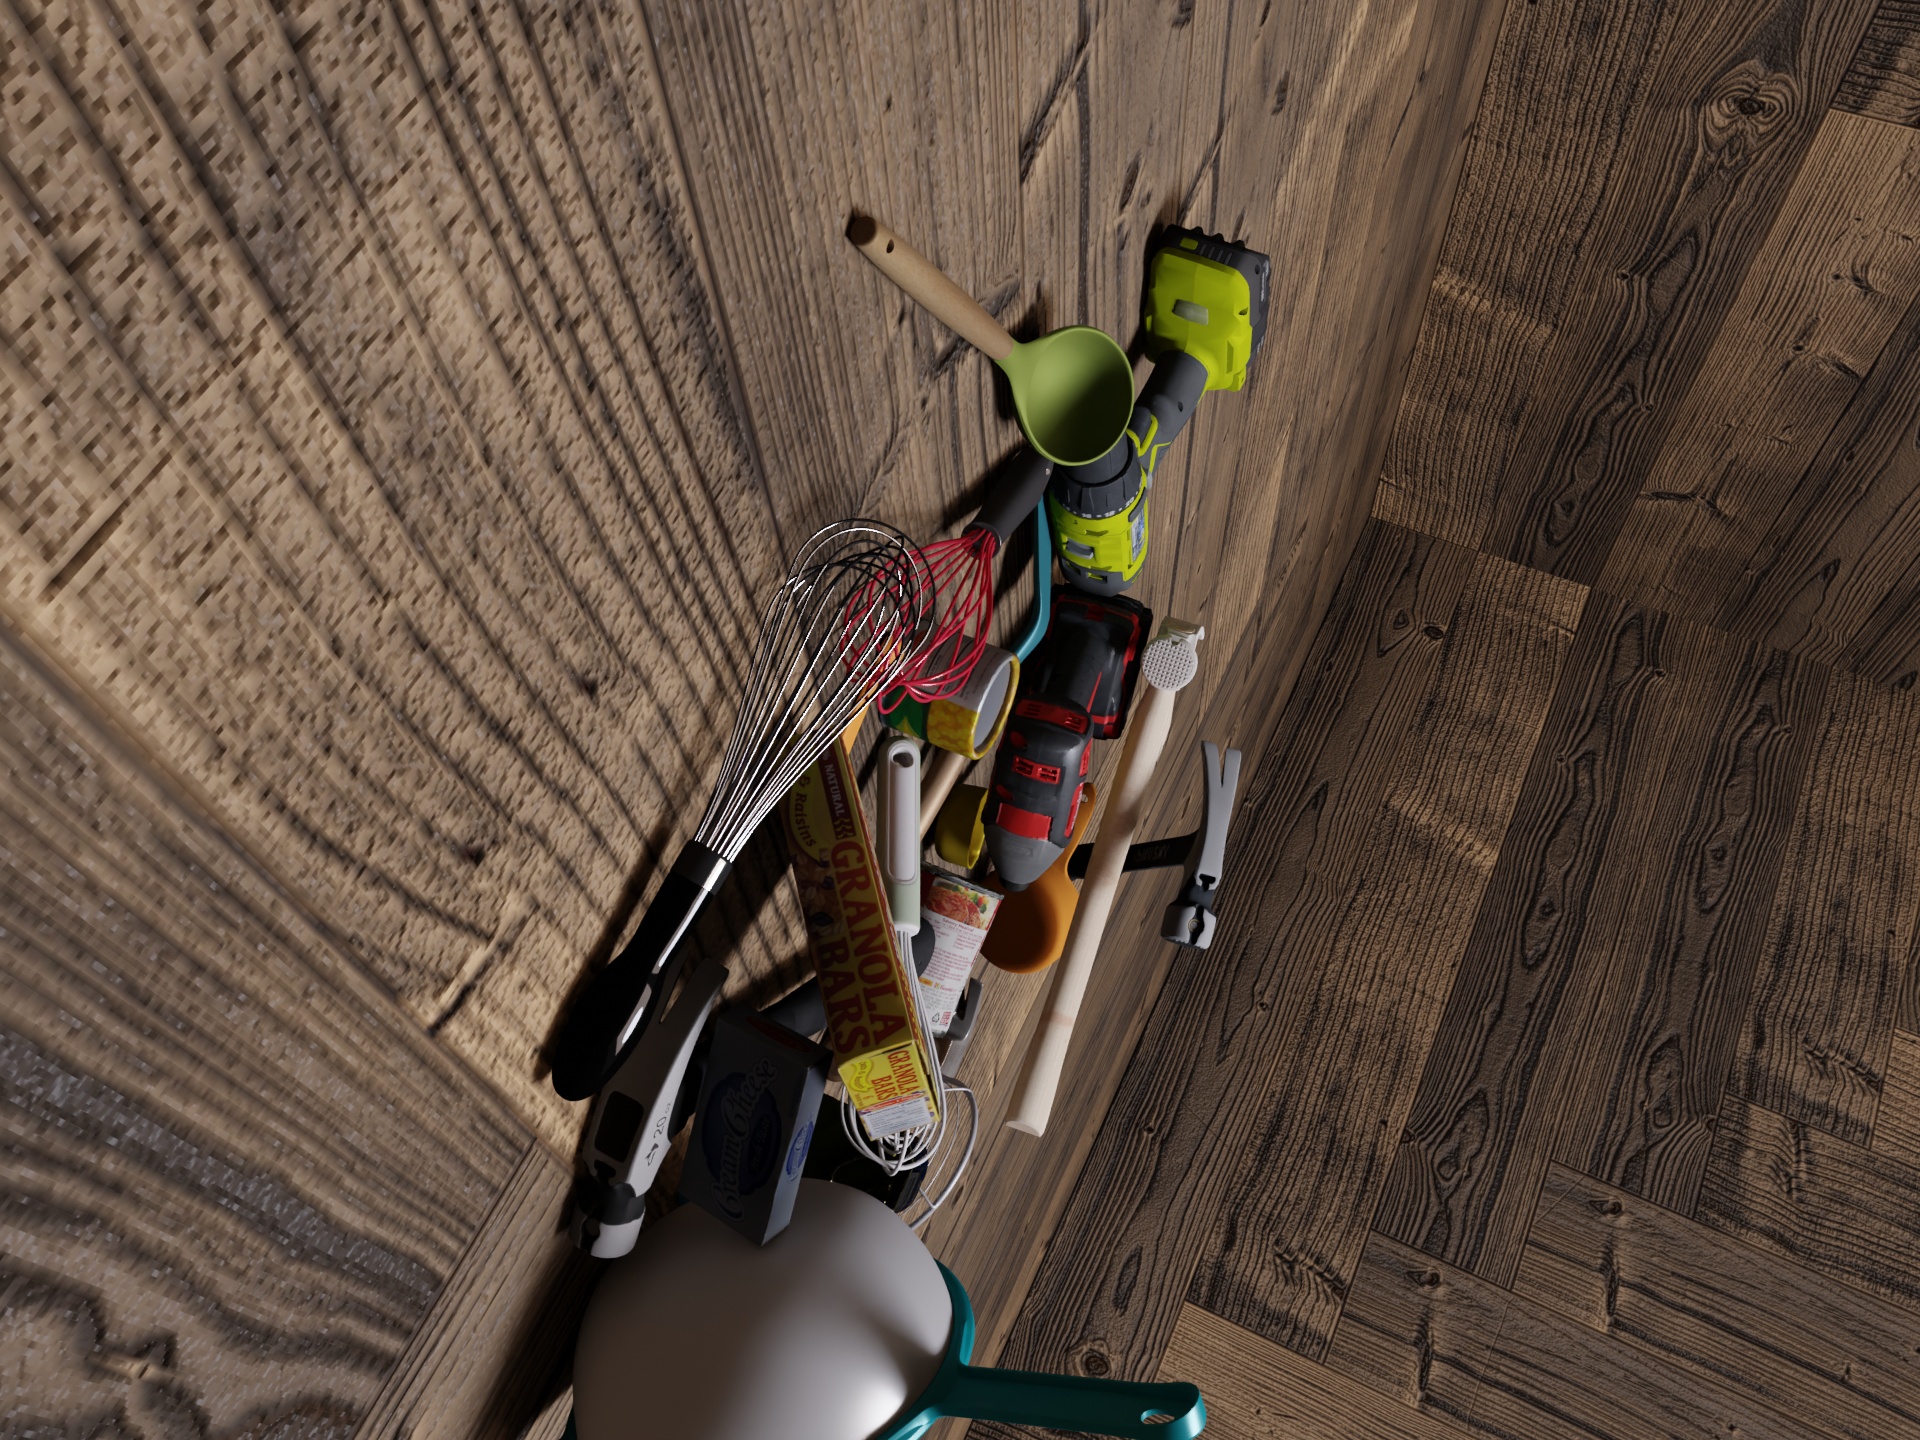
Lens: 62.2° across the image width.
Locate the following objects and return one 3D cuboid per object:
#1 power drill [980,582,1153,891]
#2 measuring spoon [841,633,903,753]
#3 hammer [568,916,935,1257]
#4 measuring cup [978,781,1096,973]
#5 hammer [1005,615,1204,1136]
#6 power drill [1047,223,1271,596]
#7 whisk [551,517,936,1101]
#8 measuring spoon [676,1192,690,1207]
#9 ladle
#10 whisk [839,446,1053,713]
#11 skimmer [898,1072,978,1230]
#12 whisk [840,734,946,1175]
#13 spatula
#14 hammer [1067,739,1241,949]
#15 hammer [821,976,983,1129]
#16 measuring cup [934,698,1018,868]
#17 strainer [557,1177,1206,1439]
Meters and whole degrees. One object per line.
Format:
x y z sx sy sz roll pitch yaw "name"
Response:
0.067 0.011 1.090 0.220 0.078 0.143 -64 167 -54 "power drill"
-0.056 0.007 0.856 0.117 0.011 0.021 -66 164 -8 "measuring spoon"
-0.090 0.157 0.865 0.334 0.035 0.146 -18 128 -67 "hammer"
0.061 0.124 1.240 0.052 0.095 0.173 -30 148 -52 "measuring cup"
0.106 0.121 1.195 0.146 0.038 0.410 -43 150 -74 "hammer"
0.127 -0.216 1.068 0.228 0.080 0.190 -61 163 -17 "power drill"
-0.094 0.036 0.688 0.285 0.070 0.070 -61 163 -12 "whisk"
-0.144 0.283 0.925 0.042 0.021 0.128 -63 155 -19 "measuring spoon"
0.023 -0.189 0.787 0.078 0.062 0.320 -70 162 5 "ladle"
0.005 -0.089 0.862 0.296 0.073 0.073 -58 163 -55 "whisk"
-0.057 0.376 1.152 0.363 0.090 0.127 101 7 -48 "skimmer"
-0.035 0.122 0.871 0.059 0.057 0.246 129 -36 -61 "whisk"
-0.002 -0.003 1.013 0.317 0.044 0.082 -61 165 -12 "spatula"
0.135 0.108 1.308 0.409 0.036 0.149 151 -46 -76 "hammer"
-0.042 0.244 1.178 0.130 0.031 0.331 -67 164 -6 "hammer"
0.013 0.037 1.124 0.062 0.029 0.157 92 12 -45 "measuring cup"
-0.052 0.281 0.752 0.211 0.340 0.095 -36 114 -55 "strainer"
